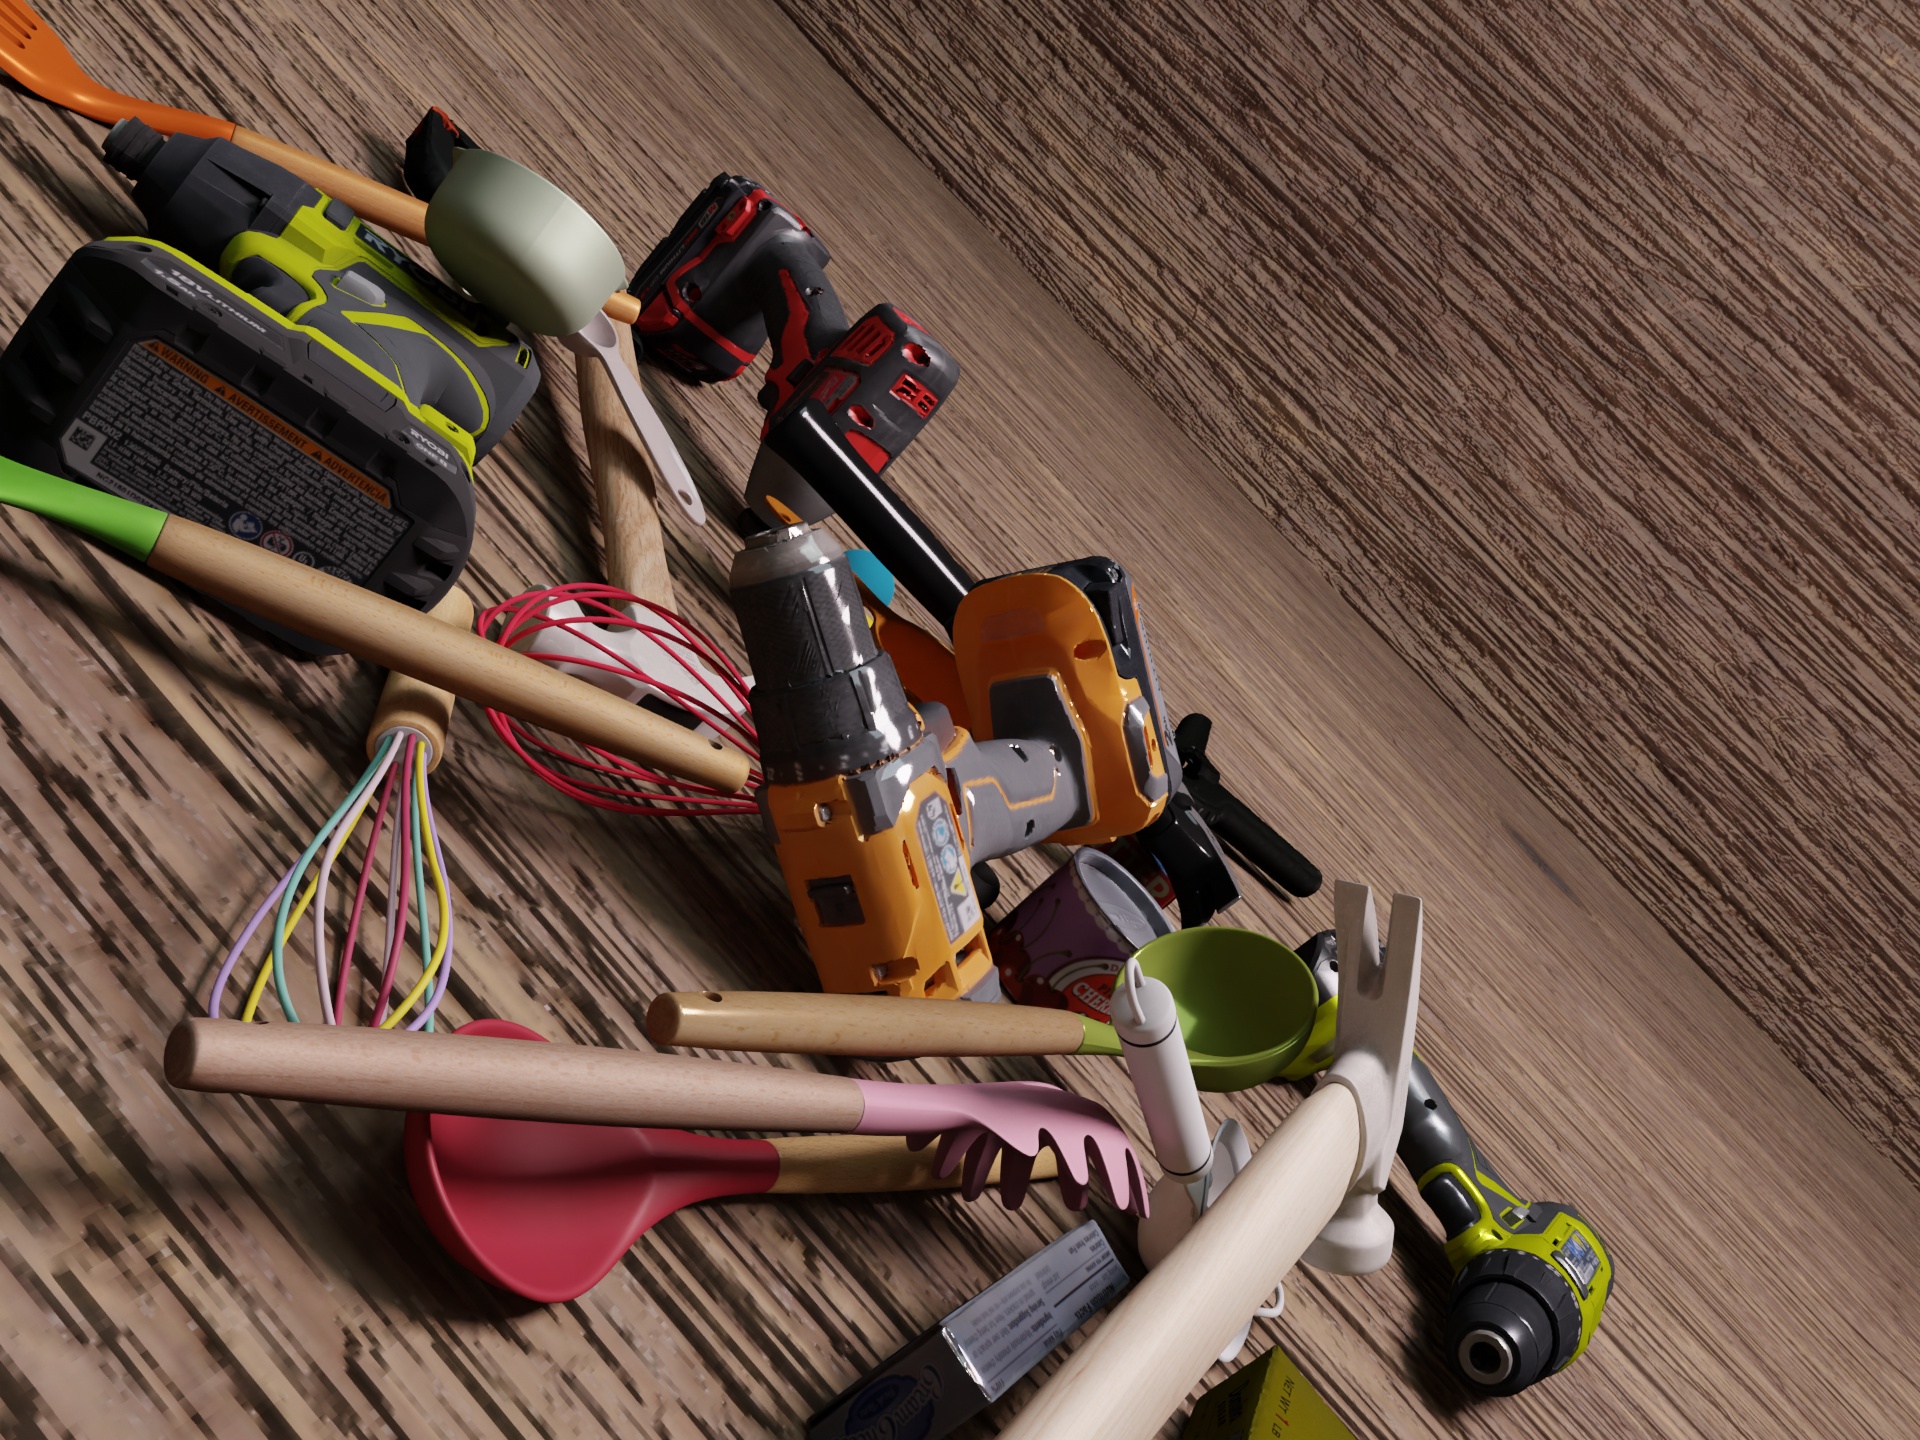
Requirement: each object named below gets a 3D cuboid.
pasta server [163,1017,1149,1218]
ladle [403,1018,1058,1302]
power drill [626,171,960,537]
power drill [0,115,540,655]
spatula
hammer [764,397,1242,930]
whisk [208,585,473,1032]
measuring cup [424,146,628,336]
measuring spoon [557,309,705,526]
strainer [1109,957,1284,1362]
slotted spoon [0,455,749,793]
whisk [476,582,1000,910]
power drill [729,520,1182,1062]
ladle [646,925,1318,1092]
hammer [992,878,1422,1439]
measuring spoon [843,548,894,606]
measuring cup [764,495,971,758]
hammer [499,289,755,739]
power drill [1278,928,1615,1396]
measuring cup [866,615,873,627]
[{"bbox_3d":[-0.049,0.106,0.413,0.316,0.060,0.040,21,66,-49],"label":"pasta server"},{"bbox_3d":[-0.043,0.133,0.481,0.315,0.031,0.069,21,46,-54],"label":"ladle"},{"bbox_3d":[-0.103,-0.199,0.885,0.078,0.143,0.220,29,18,-49],"label":"power drill"},{"bbox_3d":[-0.235,-0.129,0.552,0.171,0.080,0.223,36,17,-27],"label":"power drill"},{"bbox_3d":[-0.285,-0.246,0.683,0.322,0.041,0.081,18,30,-29],"label":"spatula"},{"bbox_3d":[0.027,-0.025,0.774,0.334,0.035,0.146,46,12,-23],"label":"hammer"},{"bbox_3d":[-0.158,0.019,0.454,0.051,0.047,0.245,34,18,-25],"label":"whisk"},{"bbox_3d":[-0.197,-0.185,0.668,0.083,0.038,0.168,37,-17,-25],"label":"measuring cup"},{"bbox_3d":[-0.148,-0.136,0.704,0.124,0.018,0.034,60,24,7],"label":"measuring spoon"},{"bbox_3d":[0.076,0.150,0.545,0.258,0.050,0.087,70,27,-48],"label":"strainer"},{"bbox_3d":[-0.198,-0.039,0.444,0.313,0.031,0.070,24,18,-27],"label":"slotted spoon"},{"bbox_3d":[-0.069,0.024,0.612,0.295,0.073,0.073,33,22,-49],"label":"whisk"},{"bbox_3d":[-0.001,-0.002,0.612,0.226,0.084,0.185,-35,112,-56],"label":"power drill"},{"bbox_3d":[0.024,0.090,0.518,0.078,0.062,0.320,23,4,38],"label":"ladle"},{"bbox_3d":[0.050,0.164,0.429,0.038,0.146,0.410,10,15,29],"label":"hammer"},{"bbox_3d":[-0.072,-0.087,0.878,0.042,0.021,0.128,52,19,20],"label":"measuring spoon"},{"bbox_3d":[-0.052,-0.032,0.767,0.174,0.052,0.095,47,19,12],"label":"measuring cup"},{"bbox_3d":[-0.152,-0.116,0.720,0.129,0.031,0.332,31,29,-40],"label":"hammer"},{"bbox_3d":[0.229,0.219,0.797,0.229,0.080,0.190,56,21,21],"label":"power drill"},{"bbox_3d":[-0.009,-0.029,0.877,0.156,0.029,0.062,41,19,-17],"label":"measuring cup"}]
